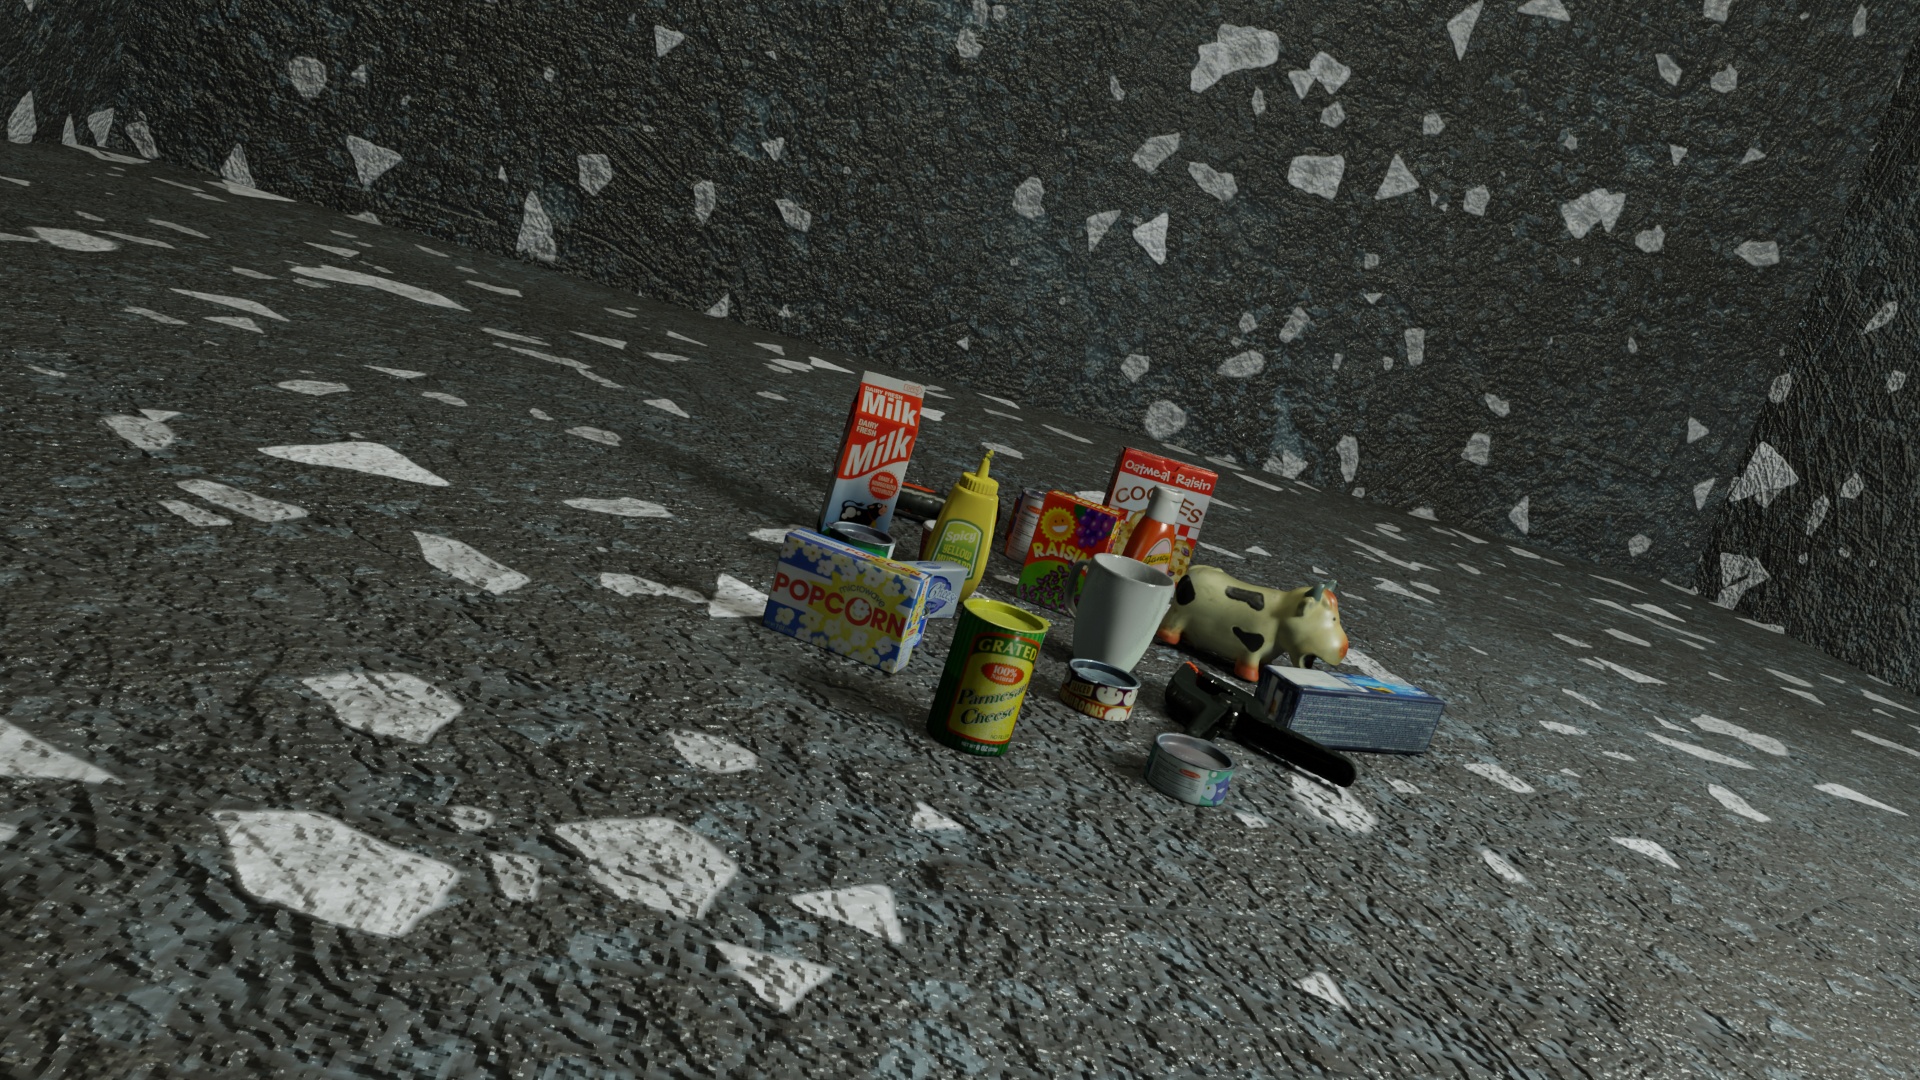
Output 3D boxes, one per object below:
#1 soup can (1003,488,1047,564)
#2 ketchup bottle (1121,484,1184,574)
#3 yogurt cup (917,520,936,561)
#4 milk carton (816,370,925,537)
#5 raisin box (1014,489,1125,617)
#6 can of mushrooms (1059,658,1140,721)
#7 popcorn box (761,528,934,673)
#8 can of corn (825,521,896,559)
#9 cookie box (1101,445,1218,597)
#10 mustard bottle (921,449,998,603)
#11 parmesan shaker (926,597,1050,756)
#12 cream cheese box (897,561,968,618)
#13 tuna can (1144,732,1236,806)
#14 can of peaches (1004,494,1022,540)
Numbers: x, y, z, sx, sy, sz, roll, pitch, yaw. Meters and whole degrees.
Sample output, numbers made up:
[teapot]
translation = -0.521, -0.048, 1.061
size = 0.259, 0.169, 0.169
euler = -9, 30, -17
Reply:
[soup can]
translation = 0.097, -0.014, 1.711
size = 0.071, 0.083, 0.071
euler = 16, 12, -3
[ketchup bottle]
translation = 0.220, 0.010, 1.615
size = 0.065, 0.148, 0.043
euler = 8, 15, -37
[yogurt cup]
translation = -0.015, 0.014, 1.511
size = 0.072, 0.053, 0.072
euler = 16, 12, -3
[milk carton]
translation = -0.098, -0.087, 1.523
size = 0.072, 0.190, 0.073
euler = 14, 12, -11
[raisin box]
translation = 0.119, 0.016, 1.516
size = 0.086, 0.123, 0.040
euler = 20, 12, 16
[can of mushrooms]
translation = 0.121, 0.131, 1.220
size = 0.071, 0.033, 0.071
euler = 16, 12, -3
[popcorn box]
translation = -0.096, 0.050, 1.171
size = 0.127, 0.085, 0.038
euler = 19, 12, 12
[can of corn]
translation = -0.105, 0.019, 1.360
size = 0.071, 0.058, 0.071
euler = 16, 12, -3
[cookie box]
translation = 0.237, -0.023, 1.738
size = 0.123, 0.167, 0.040
euler = 15, 12, -8
[mustard bottle]
translation = 0.005, -0.018, 1.427
size = 0.065, 0.159, 0.049
euler = 17, 12, -1
[parmesan shaker]
translation = 0.022, 0.104, 1.048
size = 0.071, 0.102, 0.071
euler = 16, 12, -3
[cream cheese box]
translation = -0.039, 0.048, 1.331
size = 0.024, 0.053, 0.104
euler = 26, 15, 37
[tuna can]
translation = 0.180, 0.179, 1.090
size = 0.071, 0.032, 0.071
euler = 16, 12, -3
[can of peaches]
translation = 0.095, -0.021, 1.801
size = 0.071, 0.058, 0.071
euler = 16, 12, -3
